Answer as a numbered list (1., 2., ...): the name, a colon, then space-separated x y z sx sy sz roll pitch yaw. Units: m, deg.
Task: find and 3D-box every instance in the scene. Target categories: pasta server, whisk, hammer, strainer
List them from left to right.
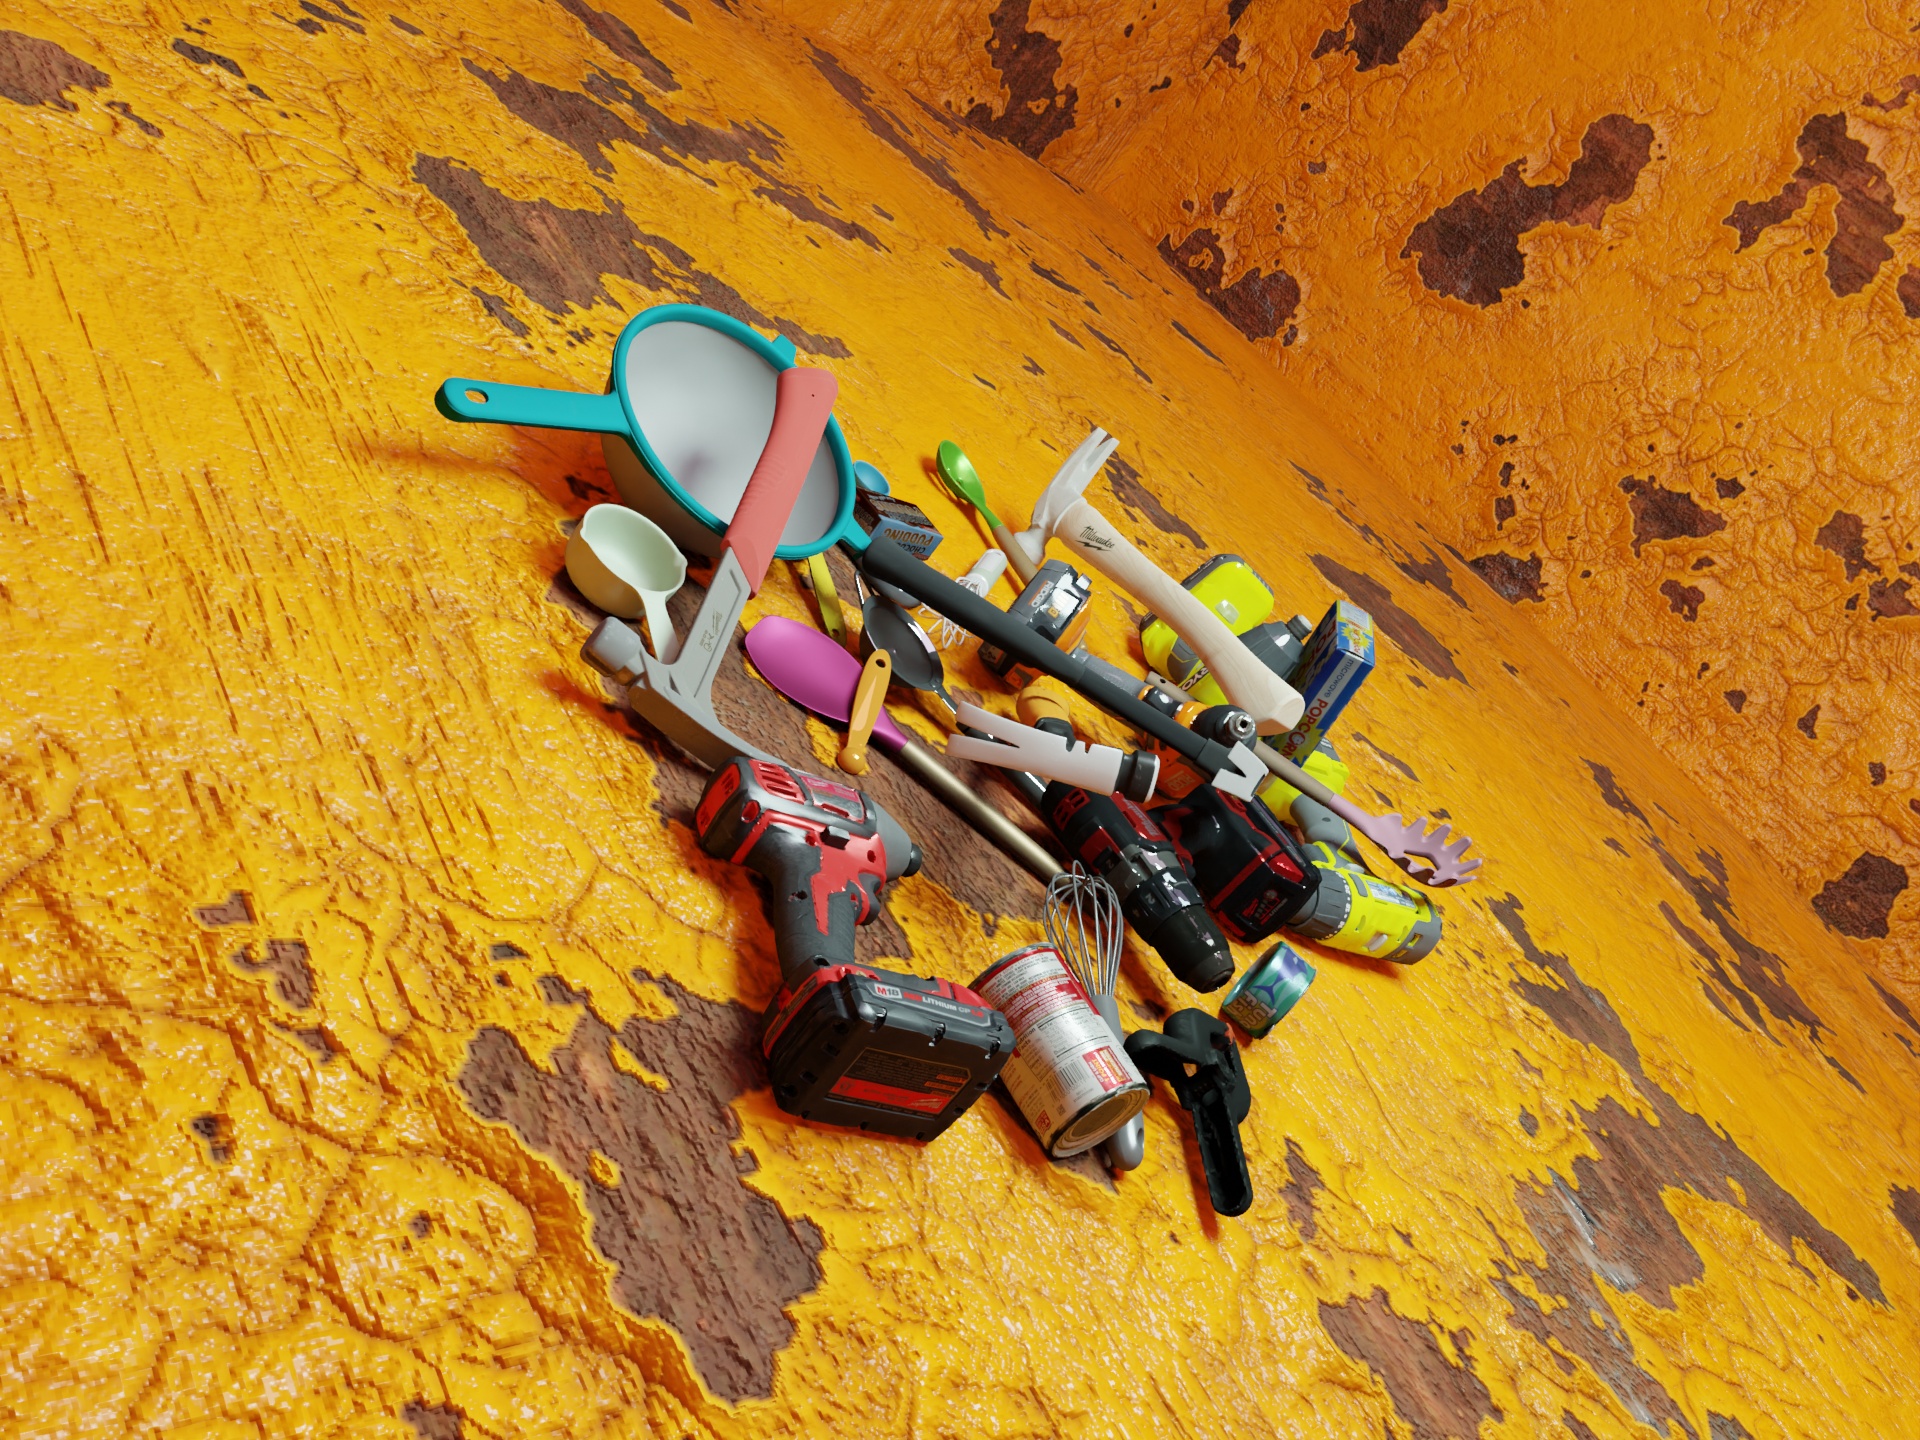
1. strainer: -0.227 -0.188 1.115 0.340 0.095 0.211 -4 67 -48
2. hammer: -0.131 -0.118 1.062 0.149 0.036 0.359 39 41 -23
3. strainer: -0.002 -0.004 1.185 0.258 0.050 0.087 45 26 0
4. whisk: 0.011 -0.115 1.383 0.058 0.059 0.246 12 20 7
5. hammer: 0.055 0.004 1.110 0.127 0.034 0.337 15 6 -2
6. hammer: 0.074 -0.039 1.158 0.335 0.035 0.146 32 2 7
7. whisk: 0.087 0.178 0.995 0.055 0.055 0.239 27 31 -24
8. hammer: 0.182 -0.121 1.418 0.038 0.146 0.411 25 17 -40
9. pasta server: 0.292 0.047 1.339 0.316 0.040 0.060 34 46 5

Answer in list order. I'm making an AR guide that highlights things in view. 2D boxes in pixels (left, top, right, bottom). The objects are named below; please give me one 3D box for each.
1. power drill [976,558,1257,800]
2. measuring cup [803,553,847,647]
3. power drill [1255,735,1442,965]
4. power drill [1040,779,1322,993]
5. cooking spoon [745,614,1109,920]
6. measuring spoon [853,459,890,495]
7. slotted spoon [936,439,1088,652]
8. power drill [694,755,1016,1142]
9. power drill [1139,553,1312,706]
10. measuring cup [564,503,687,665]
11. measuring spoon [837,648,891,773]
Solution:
1. power drill: 0.134 -0.028 1.283 0.226 0.084 0.164 37 -18 -2
2. measuring cup: -0.119 -0.113 1.235 0.062 0.029 0.157 14 47 -43
3. power drill: 0.296 0.103 1.372 0.190 0.080 0.229 17 35 -31
4. power drill: 0.174 0.116 1.163 0.226 0.080 0.188 9 38 -51
5. cooking spoon: -0.021 0.036 1.113 0.319 0.017 0.069 39 45 -1
6. measuring spoon: -0.068 -0.178 1.421 0.042 0.021 0.129 7 49 -50
7. slotted spoon: 0.046 -0.166 1.521 0.070 0.031 0.314 28 24 -47
8. power drill: -0.058 0.115 0.871 0.143 0.078 0.220 21 28 -35
9. power drill: 0.240 -0.065 1.465 0.080 0.171 0.223 42 19 -16
10. measuring cup: -0.206 -0.065 1.018 0.083 0.038 0.168 11 47 -46
11. measuring spoon: -0.064 -0.010 1.099 0.021 0.011 0.117 27 46 -14
